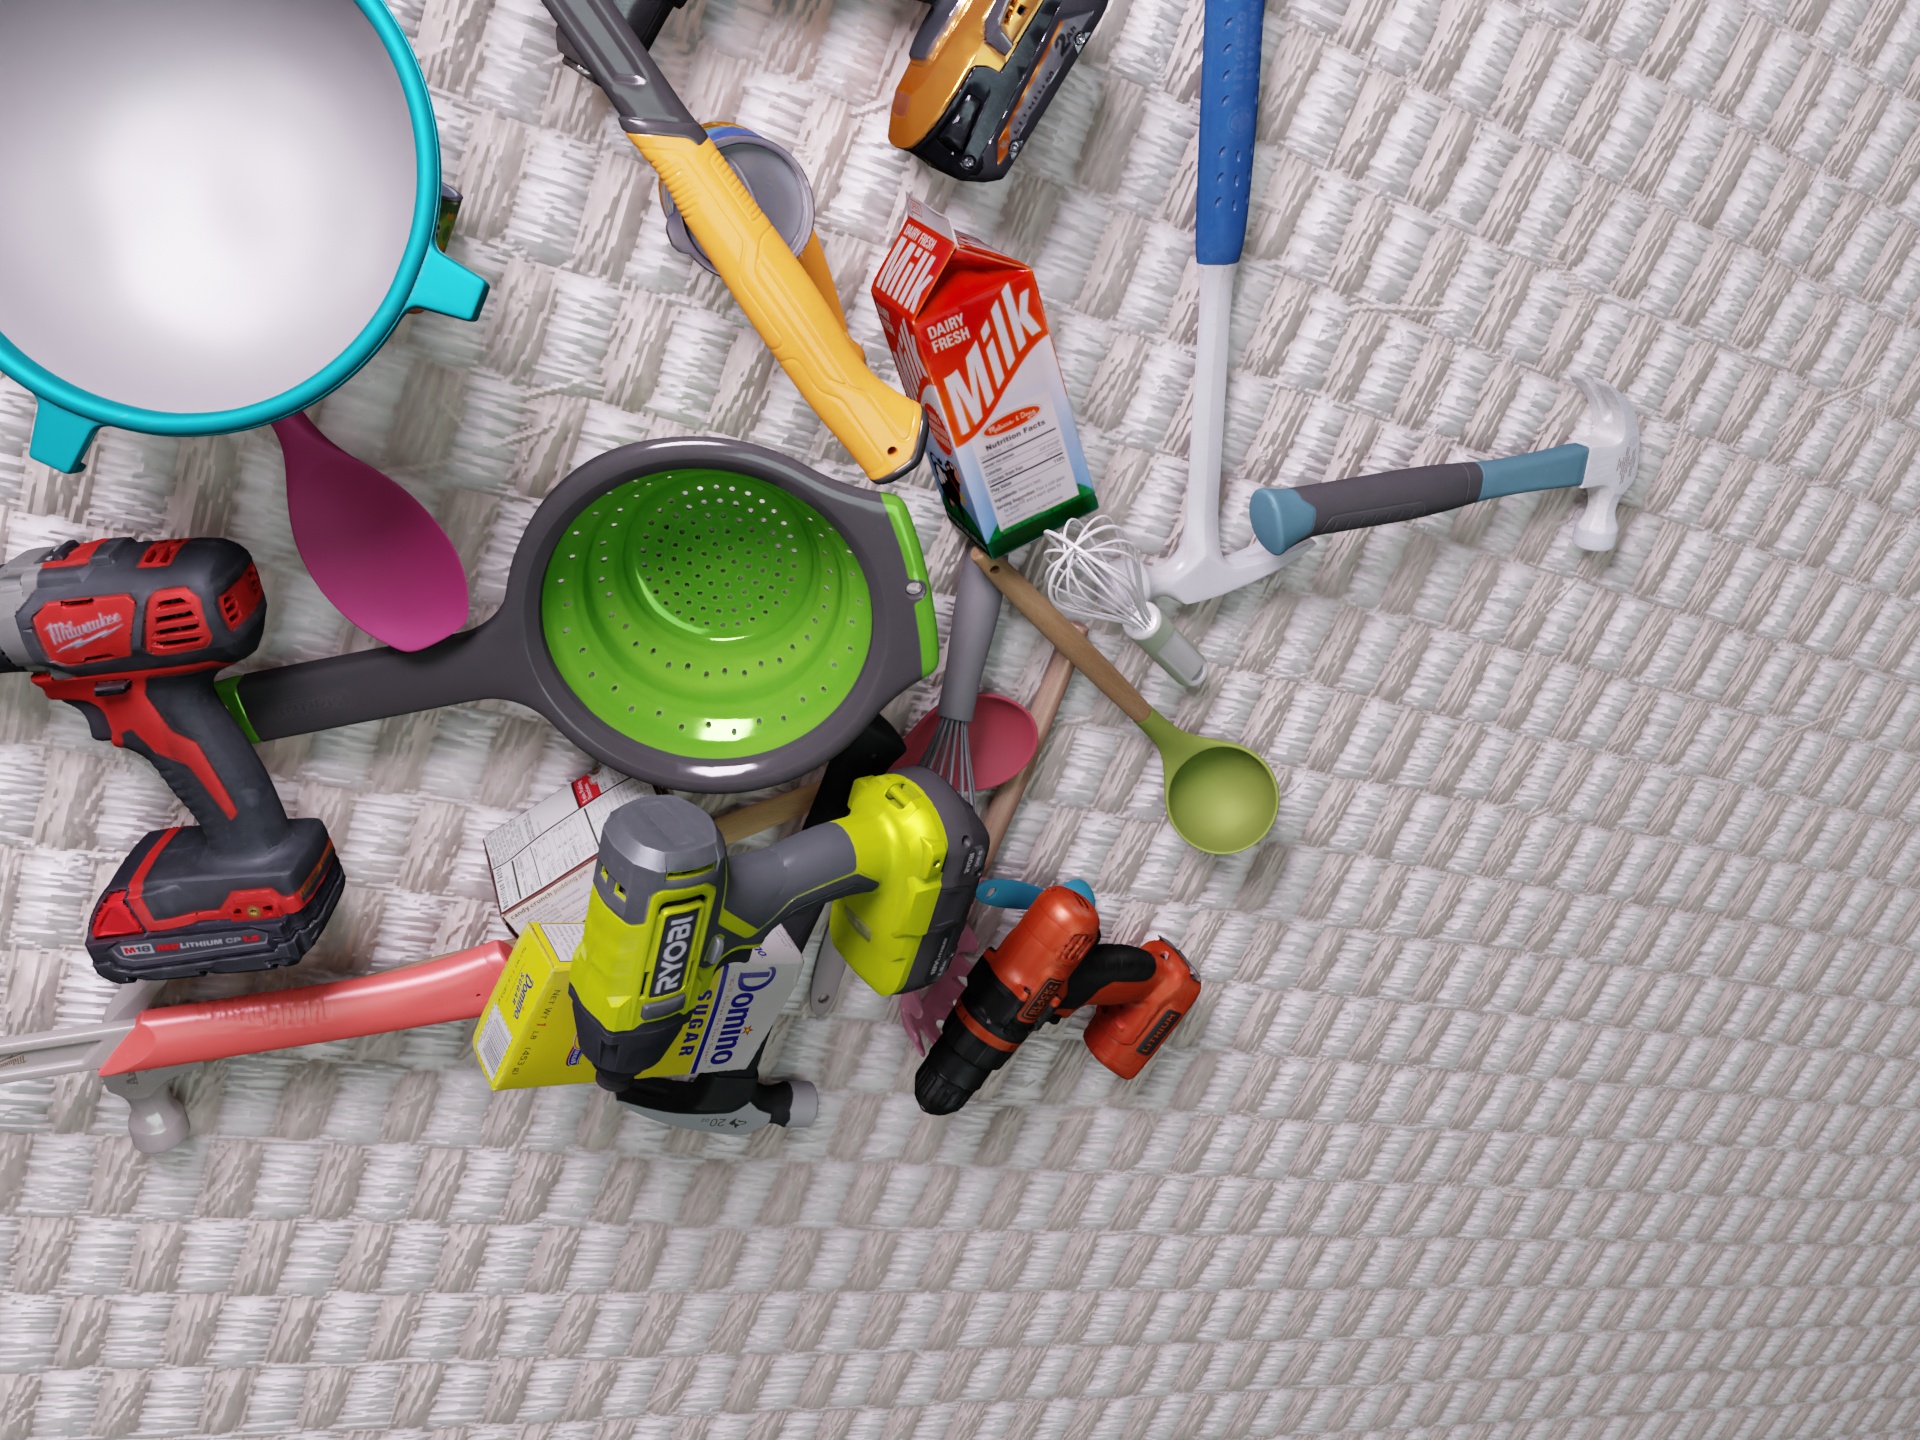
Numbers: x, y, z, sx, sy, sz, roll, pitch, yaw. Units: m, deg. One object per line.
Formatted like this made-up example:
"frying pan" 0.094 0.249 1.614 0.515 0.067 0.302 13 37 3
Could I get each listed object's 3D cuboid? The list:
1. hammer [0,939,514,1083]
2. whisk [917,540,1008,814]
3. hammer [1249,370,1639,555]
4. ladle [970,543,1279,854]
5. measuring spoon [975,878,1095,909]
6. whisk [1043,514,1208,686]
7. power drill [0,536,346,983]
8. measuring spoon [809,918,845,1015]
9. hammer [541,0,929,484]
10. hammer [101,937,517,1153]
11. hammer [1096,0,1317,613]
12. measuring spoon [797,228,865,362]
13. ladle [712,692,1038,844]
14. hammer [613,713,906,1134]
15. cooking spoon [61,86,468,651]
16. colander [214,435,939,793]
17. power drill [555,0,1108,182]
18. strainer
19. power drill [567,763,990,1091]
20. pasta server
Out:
"hammer" -0.419 0.179 0.875 0.359 0.037 0.149 -6 120 -22
"whisk" -0.001 -0.003 0.969 0.055 0.055 0.239 8 96 -27
"hammer" 0.324 -0.152 1.041 0.331 0.033 0.128 -13 120 -27
"ladle" 0.107 -0.011 1.016 0.078 0.062 0.319 -39 130 12
"measuring spoon" 0.054 0.126 1.081 0.128 0.021 0.042 17 105 -51
"whisk" 0.108 -0.063 0.961 0.058 0.059 0.246 -55 151 2
"power drill" -0.421 0.018 0.791 0.188 0.080 0.226 -6 120 1
"measuring spoon" -0.080 0.149 1.060 0.034 0.018 0.124 3 116 -25
"hammer" -0.125 -0.239 0.714 0.127 0.034 0.336 -36 117 2
"hammer" -0.330 0.158 0.946 0.331 0.031 0.130 -12 121 -18
"hammer" 0.155 -0.258 0.930 0.144 0.035 0.405 -11 121 -18
"measuring spoon" -0.077 -0.236 0.853 0.021 0.011 0.116 -29 124 -7
"ladle" -0.101 0.053 0.993 0.315 0.031 0.069 -20 115 -11
"hammer" -0.114 0.133 1.006 0.146 0.035 0.334 9 120 -27
"cooking spoon" -0.331 -0.169 0.736 0.069 0.017 0.318 -26 113 6
"colander" -0.213 -0.055 0.859 0.397 0.095 0.204 -10 120 2
"power drill" -0.065 -0.346 0.760 0.226 0.084 0.185 26 104 -28
"strainer" -0.332 -0.281 0.650 0.211 0.095 0.340 -21 96 1
"power drill" -0.102 0.110 0.866 0.223 0.080 0.171 -10 128 -40
"pasta server" 0.025 0.082 1.058 0.060 0.040 0.316 1 117 -49
